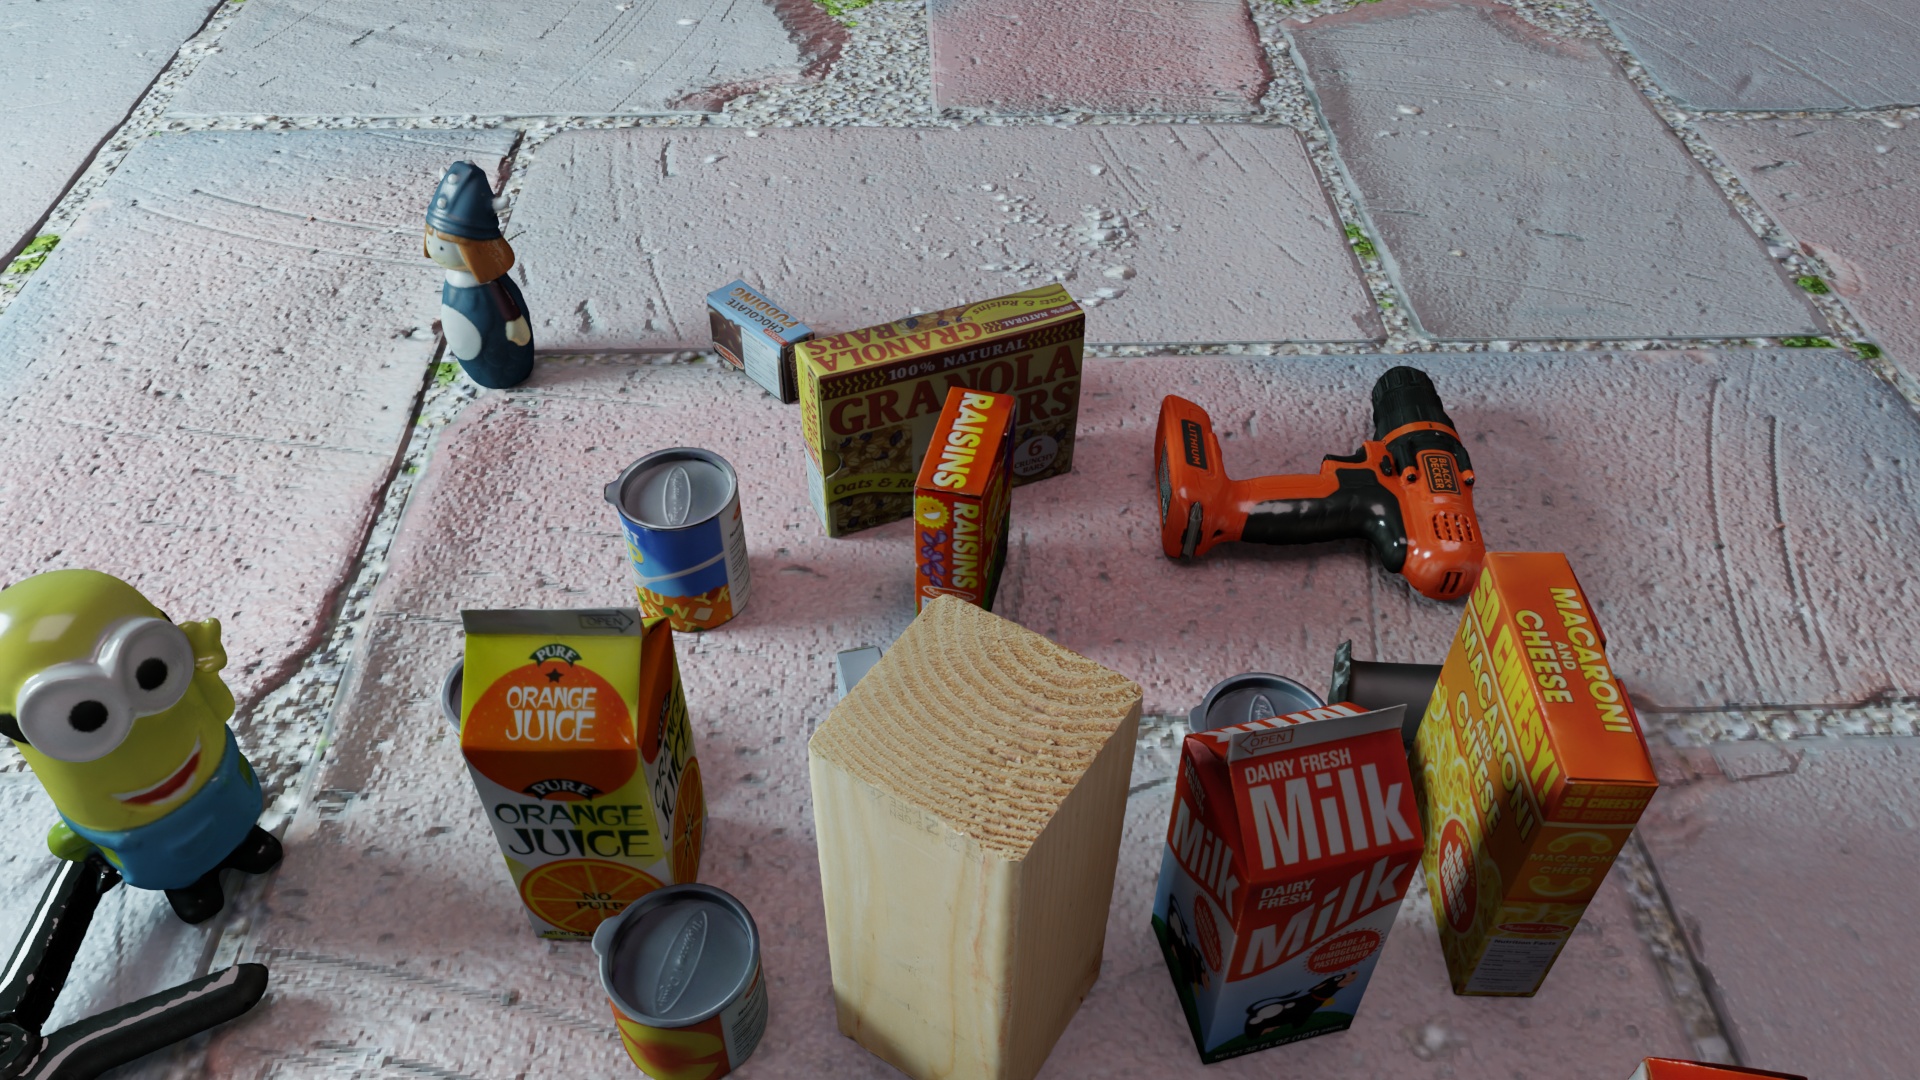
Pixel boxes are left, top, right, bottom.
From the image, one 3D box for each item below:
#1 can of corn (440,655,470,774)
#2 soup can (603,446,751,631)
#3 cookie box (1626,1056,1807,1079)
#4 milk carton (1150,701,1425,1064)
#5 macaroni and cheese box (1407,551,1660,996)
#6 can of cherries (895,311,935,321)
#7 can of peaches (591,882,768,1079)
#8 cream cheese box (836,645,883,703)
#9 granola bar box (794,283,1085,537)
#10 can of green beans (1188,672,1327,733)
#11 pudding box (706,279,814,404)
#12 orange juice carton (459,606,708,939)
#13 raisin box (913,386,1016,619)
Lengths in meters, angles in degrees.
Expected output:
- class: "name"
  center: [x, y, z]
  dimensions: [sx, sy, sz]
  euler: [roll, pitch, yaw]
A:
- class: "can of corn"
  center: [-0.219, 0.089, 0.702]
  dimensions: [0.071, 0.058, 0.071]
  euler: [1, 44, 0]
- class: "soup can"
  center: [-0.156, 0.000, 0.776]
  dimensions: [0.071, 0.083, 0.072]
  euler: [0, 44, 0]
- class: "cookie box"
  center: [0.273, 0.240, 0.479]
  dimensions: [0.123, 0.166, 0.040]
  euler: [7, 45, 6]
- class: "milk carton"
  center: [0.131, 0.132, 0.570]
  dimensions: [0.072, 0.189, 0.074]
  euler: [-9, 45, -10]
- class: "macaroni and cheese box"
  center: [0.245, 0.105, 0.617]
  dimensions: [0.040, 0.165, 0.124]
  euler: [1, 44, 0]
- class: "can of cherries"
  center: [-0.016, -0.106, 0.904]
  dimensions: [0.071, 0.058, 0.072]
  euler: [1, 44, 0]
- class: "can of peaches"
  center: [-0.120, 0.191, 0.600]
  dimensions: [0.071, 0.057, 0.071]
  euler: [1, 44, 0]
- class: "cream cheese box"
  center: [-0.040, 0.108, 0.689]
  dimensions: [0.024, 0.053, 0.104]
  euler: [-10, 45, -11]
- class: "granola bar box"
  center: [-0.010, -0.077, 0.828]
  dimensions: [0.166, 0.123, 0.039]
  euler: [-16, 47, -17]
- class: "can of green beans"
  center: [0.148, 0.109, 0.689]
  dimensions: [0.071, 0.057, 0.071]
  euler: [1, 44, 0]
- class: "pudding box"
  center: [-0.134, -0.135, 0.938]
  dimensions: [0.030, 0.049, 0.084]
  euler: [-34, 54, -30]
- class: "orange juice carton"
  center: [-0.160, 0.094, 0.603]
  dimensions: [0.072, 0.191, 0.073]
  euler: [1, 44, 0]
- class: "raisin box"
  center: [0.003, -0.010, 0.760]
  dimensions: [0.040, 0.122, 0.086]
  euler: [10, 45, 9]
